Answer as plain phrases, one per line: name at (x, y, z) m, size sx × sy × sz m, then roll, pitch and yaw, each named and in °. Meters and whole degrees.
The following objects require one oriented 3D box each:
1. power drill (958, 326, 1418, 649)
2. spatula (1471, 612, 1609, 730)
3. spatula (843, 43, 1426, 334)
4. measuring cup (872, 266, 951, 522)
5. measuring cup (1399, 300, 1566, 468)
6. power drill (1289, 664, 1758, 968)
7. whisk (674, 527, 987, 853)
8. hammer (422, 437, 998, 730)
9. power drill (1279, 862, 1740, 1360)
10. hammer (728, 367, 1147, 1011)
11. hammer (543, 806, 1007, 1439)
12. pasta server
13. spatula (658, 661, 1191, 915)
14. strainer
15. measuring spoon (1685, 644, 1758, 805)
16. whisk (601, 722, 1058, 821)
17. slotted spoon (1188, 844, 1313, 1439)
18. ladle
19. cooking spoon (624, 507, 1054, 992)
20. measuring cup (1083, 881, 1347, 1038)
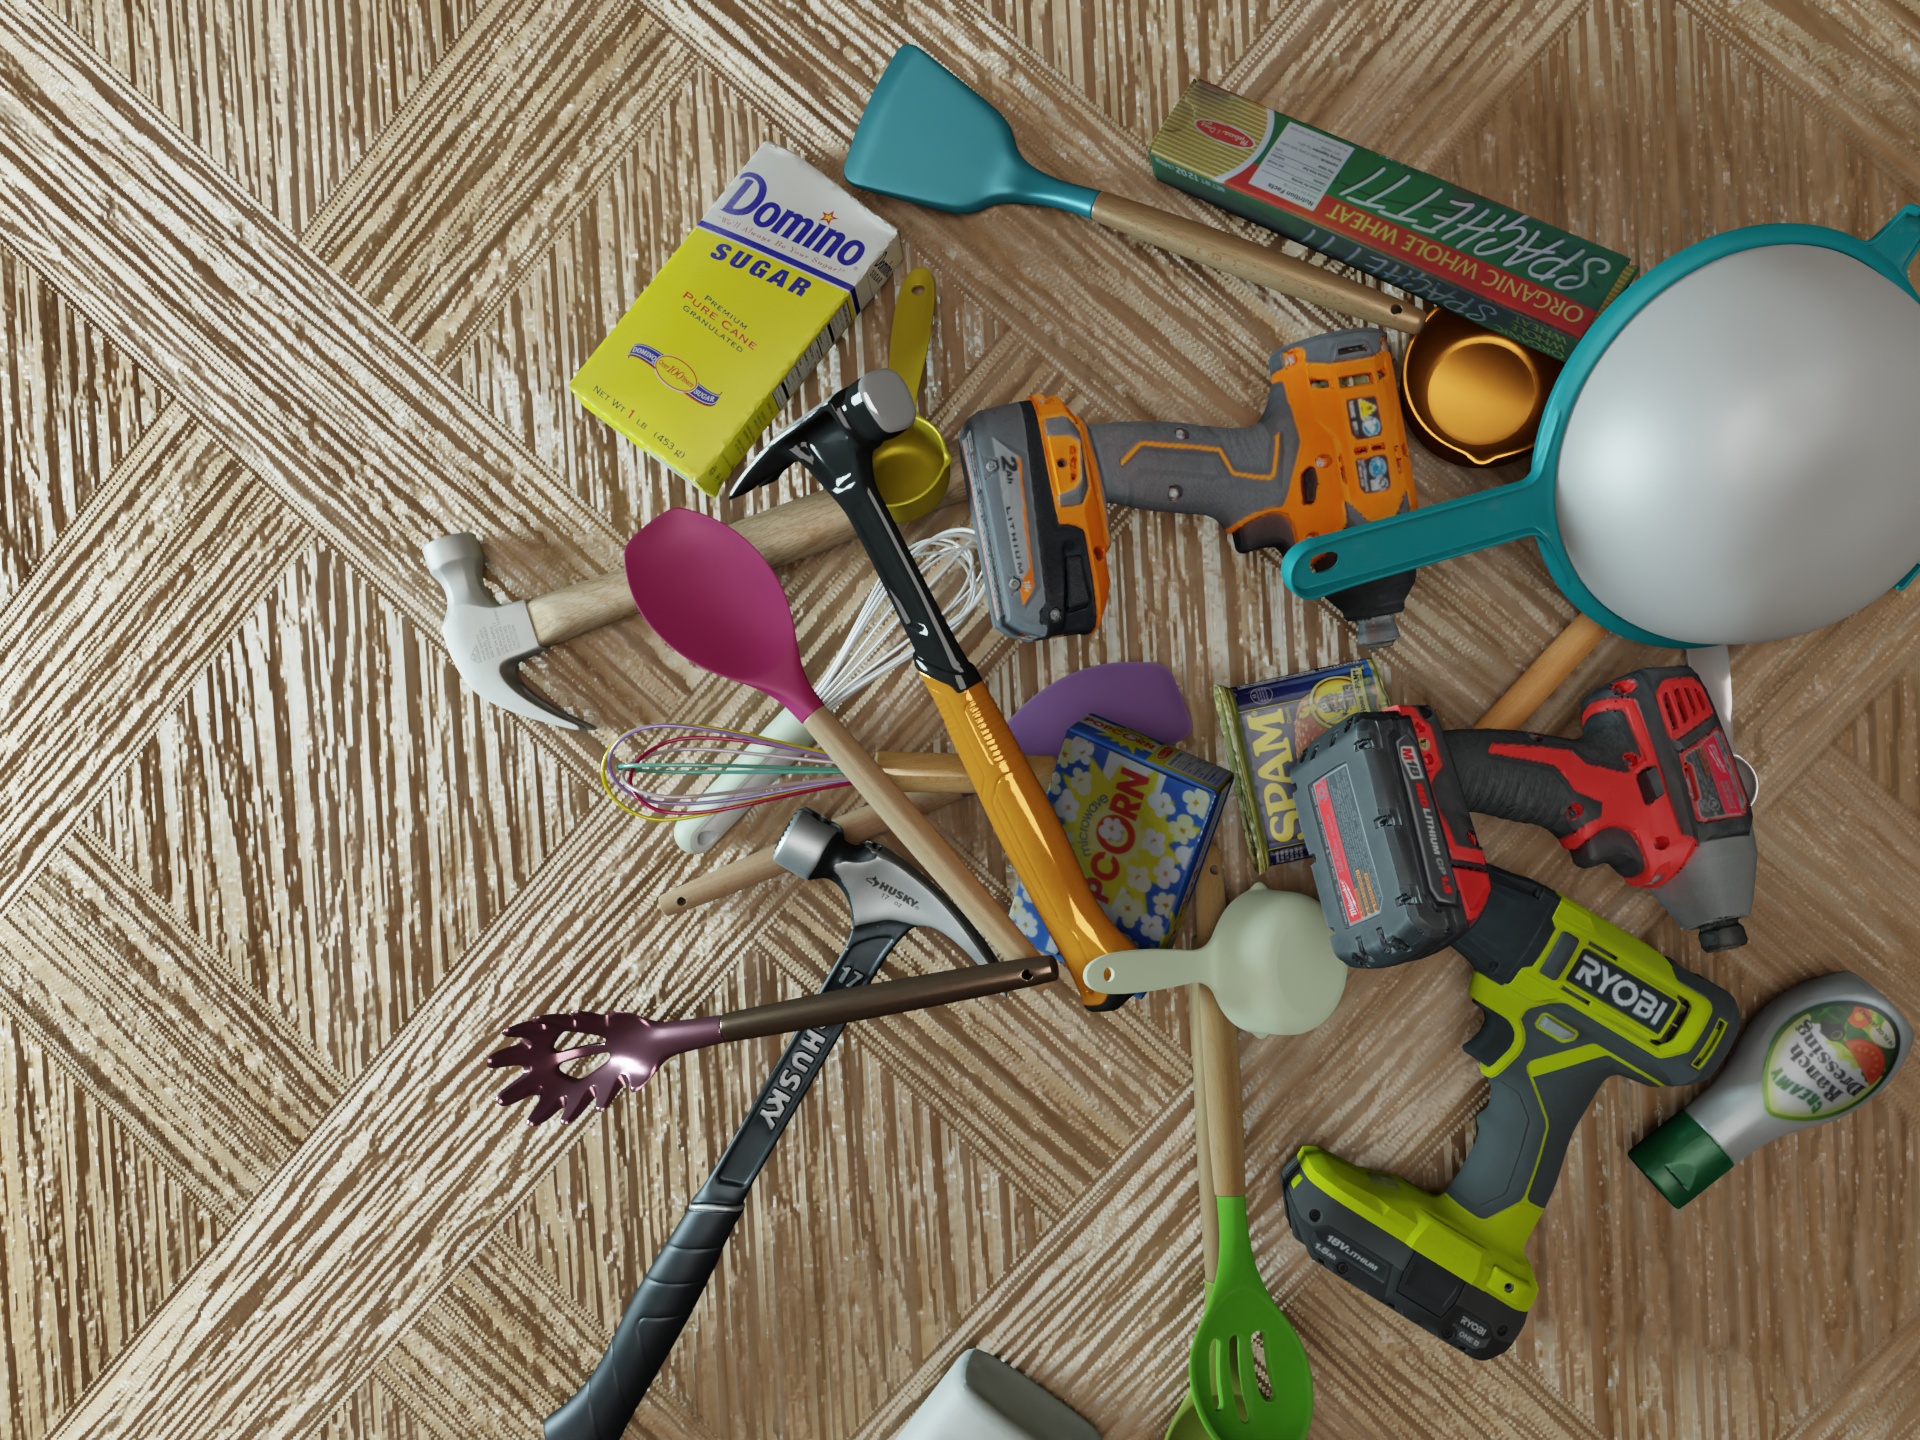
power drill at (0.125, -0.103, 0.817) m, size 0.226 × 0.084 × 0.164 m, roll -11°, pitch 90°, yaw -6°
spatula at (0.348, -0.065, 0.821) m, size 0.081 × 0.041 × 0.322 m, roll 38°, pitch 99°, yaw -20°
spatula at (0.092, -0.264, 0.833) m, size 0.317 × 0.044 × 0.082 m, roll 26°, pitch 91°, yaw 17°
measuring cup at (-0.028, -0.176, 0.861) m, size 0.062 × 0.029 × 0.157 m, roll 2°, pitch 65°, yaw 10°
measuring cup at (0.312, -0.168, 0.813) m, size 0.173 × 0.052 × 0.095 m, roll 8°, pitch 89°, yaw 9°
power drill at (0.284, 0.053, 0.771) m, size 0.219 × 0.078 × 0.143 m, roll -6°, pitch 72°, yaw -17°
whisk at (-0.072, -0.013, 0.878) m, size 0.246 × 0.057 × 0.059 m, roll -45°, pitch 51°, yaw 11°
hammer at (-0.133, -0.089, 0.889) m, size 0.331 × 0.031 × 0.130 m, roll -19°, pitch 89°, yaw 7°
power drill at (0.268, 0.194, 0.825) m, size 0.171 × 0.080 × 0.223 m, roll 31°, pitch 92°, yaw 5°
hammer at (-0.001, -0.003, 0.807) m, size 0.127 × 0.034 × 0.337 m, roll -23°, pitch 96°, yaw 48°
hammer at (-0.122, 0.257, 0.890) m, size 0.149 × 0.036 × 0.409 m, roll 29°, pitch 98°, yaw -1°
pasta server at (-0.101, 0.159, 0.831) m, size 0.316 × 0.040 × 0.060 m, roll -13°, pitch 93°, yaw 17°
spatula at (-0.025, 0.043, 0.885) m, size 0.316 × 0.018 × 0.059 m, roll -23°, pitch 98°, yaw 7°
strainer at (0.324, -0.100, 0.736) m, size 0.340 × 0.095 × 0.210 m, roll -16°, pitch 116°, yaw -4°
measuring spoon at (0.392, -0.010, 0.833) m, size 0.034 × 0.018 × 0.124 m, roll -5°, pitch 84°, yaw 6°
whisk at (-0.067, 0.030, 0.850) m, size 0.245 × 0.051 × 0.047 m, roll 1°, pitch 71°, yaw -6°
slotted spoon at (0.142, 0.222, 0.834) m, size 0.070 × 0.031 × 0.314 m, roll 1°, pitch 79°, yaw -21°
ladle at (0.140, 0.277, 0.854) m, size 0.078 × 0.062 × 0.320 m, roll -2°, pitch 89°, yaw -3°
cooking spoon at (-0.060, 0.017, 0.824) m, size 0.069 × 0.017 × 0.319 m, roll -40°, pitch 85°, yaw -11°
measuring cup at (0.134, 0.125, 0.804) m, size 0.038 × 0.167 × 0.083 m, roll -5°, pitch 84°, yaw 52°
